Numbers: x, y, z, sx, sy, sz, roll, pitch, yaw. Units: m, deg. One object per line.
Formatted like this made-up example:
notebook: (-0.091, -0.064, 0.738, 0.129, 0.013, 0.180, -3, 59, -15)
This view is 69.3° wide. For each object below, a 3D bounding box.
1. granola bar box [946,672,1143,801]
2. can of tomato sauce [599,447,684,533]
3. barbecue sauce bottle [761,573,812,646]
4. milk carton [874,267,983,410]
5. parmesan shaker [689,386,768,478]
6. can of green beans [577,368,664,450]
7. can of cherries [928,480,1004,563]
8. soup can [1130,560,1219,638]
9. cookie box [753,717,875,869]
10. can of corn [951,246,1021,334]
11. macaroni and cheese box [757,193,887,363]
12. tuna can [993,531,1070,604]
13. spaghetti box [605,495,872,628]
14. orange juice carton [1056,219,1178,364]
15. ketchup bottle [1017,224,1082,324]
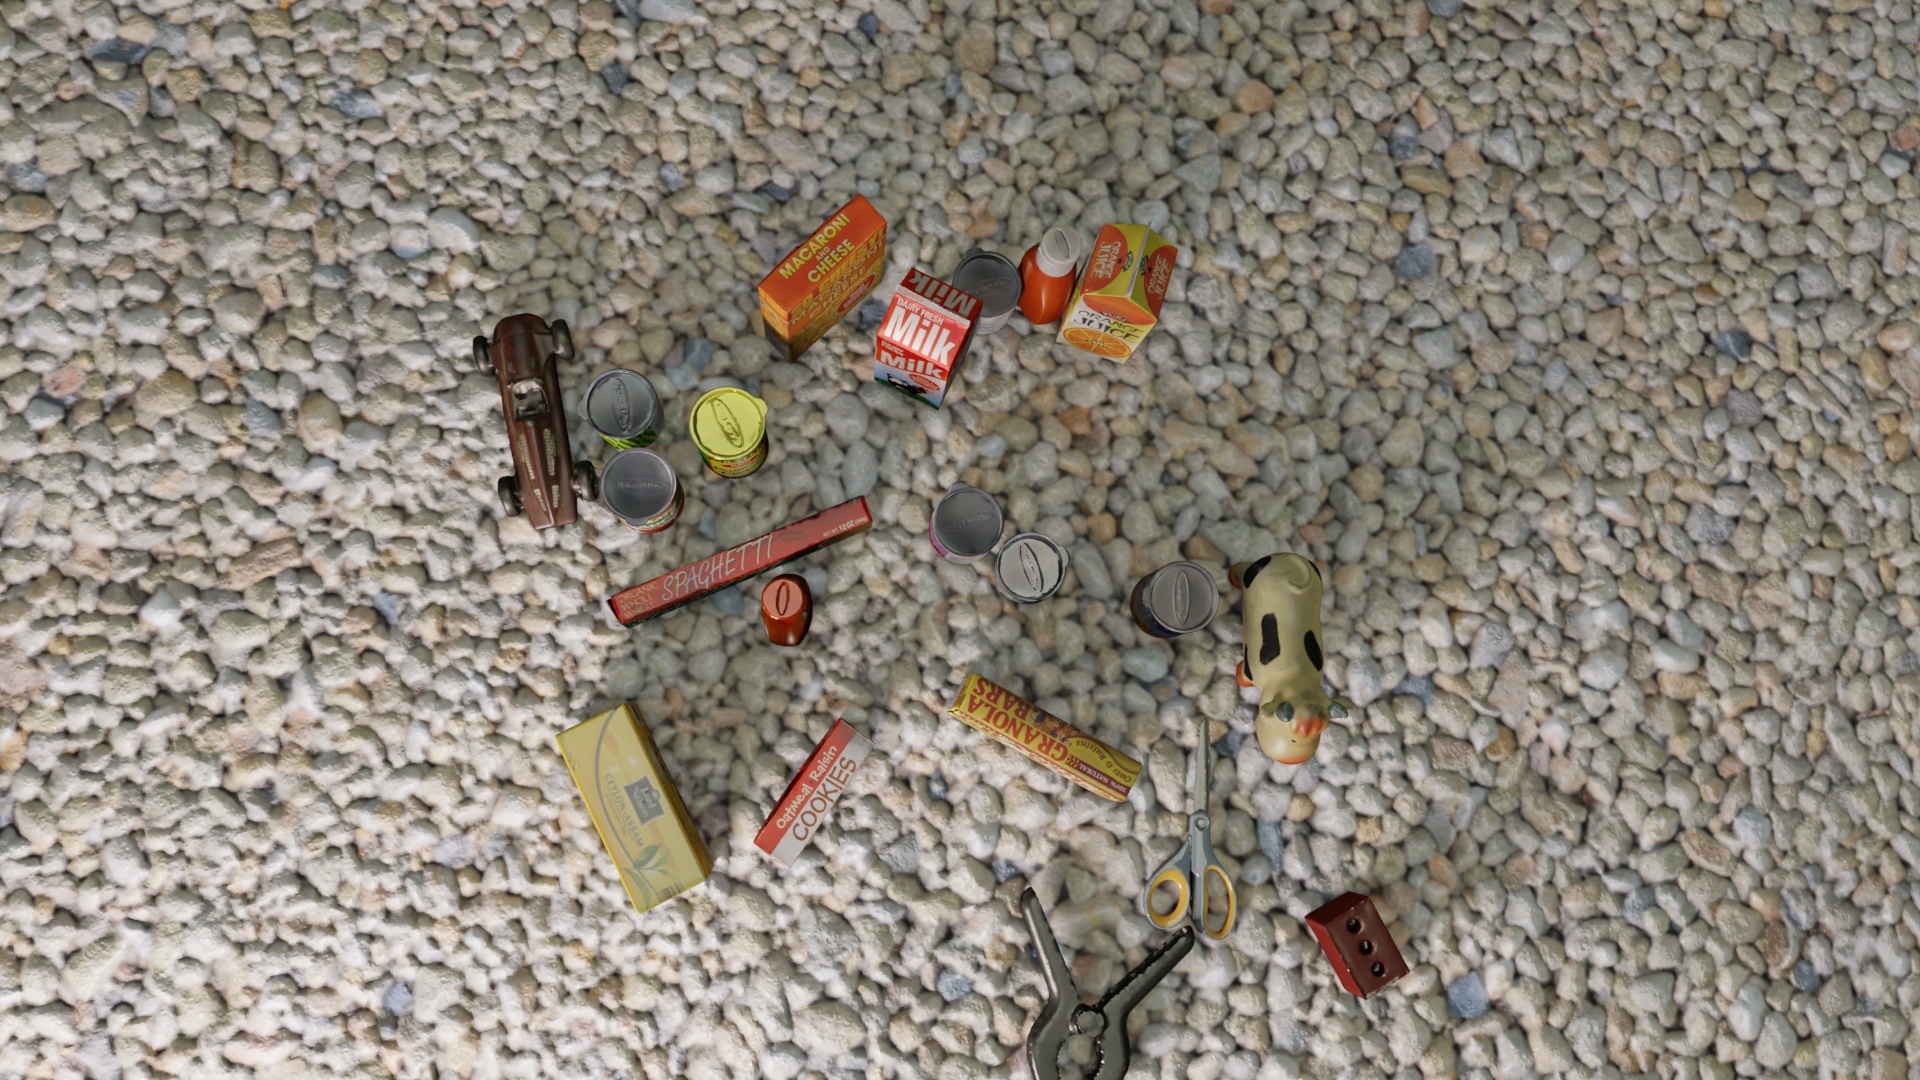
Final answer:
granola bar box: (0.071, 0.176, 1.242, 0.165, 0.124, 0.039, 29, 81, -1)
can of tomato sauce: (-0.287, -0.042, 1.263, 0.071, 0.083, 0.071, 1, 82, -5)
barbecue sauce bottle: (-0.154, 0.058, 1.227, 0.044, 0.148, 0.065, 7, 82, -4)
milk carton: (-0.030, -0.185, 1.254, 0.072, 0.190, 0.073, 26, 81, -1)
parmesan shaker: (-0.207, -0.097, 1.268, 0.071, 0.103, 0.071, 1, 82, -5)
can of green beans: (-0.310, -0.120, 1.285, 0.071, 0.057, 0.071, 1, 82, -5)
can of cherries: (0.005, -0.016, 1.298, 0.071, 0.058, 0.071, 1, 82, -5)
soup can: (0.195, 0.056, 1.293, 0.071, 0.083, 0.071, 1, 82, -5)
cookie box: (-0.125, 0.213, 1.197, 0.040, 0.167, 0.123, 34, 80, 0)
can of corn: (0.022, -0.239, 1.334, 0.071, 0.058, 0.071, 1, 82, -5)
macaroni and cheese box: (-0.126, -0.235, 1.264, 0.040, 0.166, 0.124, 45, 81, 2)
tuna can: (0.067, 0.026, 1.311, 0.071, 0.033, 0.071, 1, 82, -5)
spaghetti box: (-0.200, 0.020, 1.278, 0.250, 0.050, 0.028, -23, 85, -8)
orange juice carton: (0.146, -0.229, 1.276, 0.073, 0.192, 0.072, 18, 81, -2)
ketchup bottle: (0.082, -0.251, 1.295, 0.043, 0.148, 0.065, -17, 84, -7)
